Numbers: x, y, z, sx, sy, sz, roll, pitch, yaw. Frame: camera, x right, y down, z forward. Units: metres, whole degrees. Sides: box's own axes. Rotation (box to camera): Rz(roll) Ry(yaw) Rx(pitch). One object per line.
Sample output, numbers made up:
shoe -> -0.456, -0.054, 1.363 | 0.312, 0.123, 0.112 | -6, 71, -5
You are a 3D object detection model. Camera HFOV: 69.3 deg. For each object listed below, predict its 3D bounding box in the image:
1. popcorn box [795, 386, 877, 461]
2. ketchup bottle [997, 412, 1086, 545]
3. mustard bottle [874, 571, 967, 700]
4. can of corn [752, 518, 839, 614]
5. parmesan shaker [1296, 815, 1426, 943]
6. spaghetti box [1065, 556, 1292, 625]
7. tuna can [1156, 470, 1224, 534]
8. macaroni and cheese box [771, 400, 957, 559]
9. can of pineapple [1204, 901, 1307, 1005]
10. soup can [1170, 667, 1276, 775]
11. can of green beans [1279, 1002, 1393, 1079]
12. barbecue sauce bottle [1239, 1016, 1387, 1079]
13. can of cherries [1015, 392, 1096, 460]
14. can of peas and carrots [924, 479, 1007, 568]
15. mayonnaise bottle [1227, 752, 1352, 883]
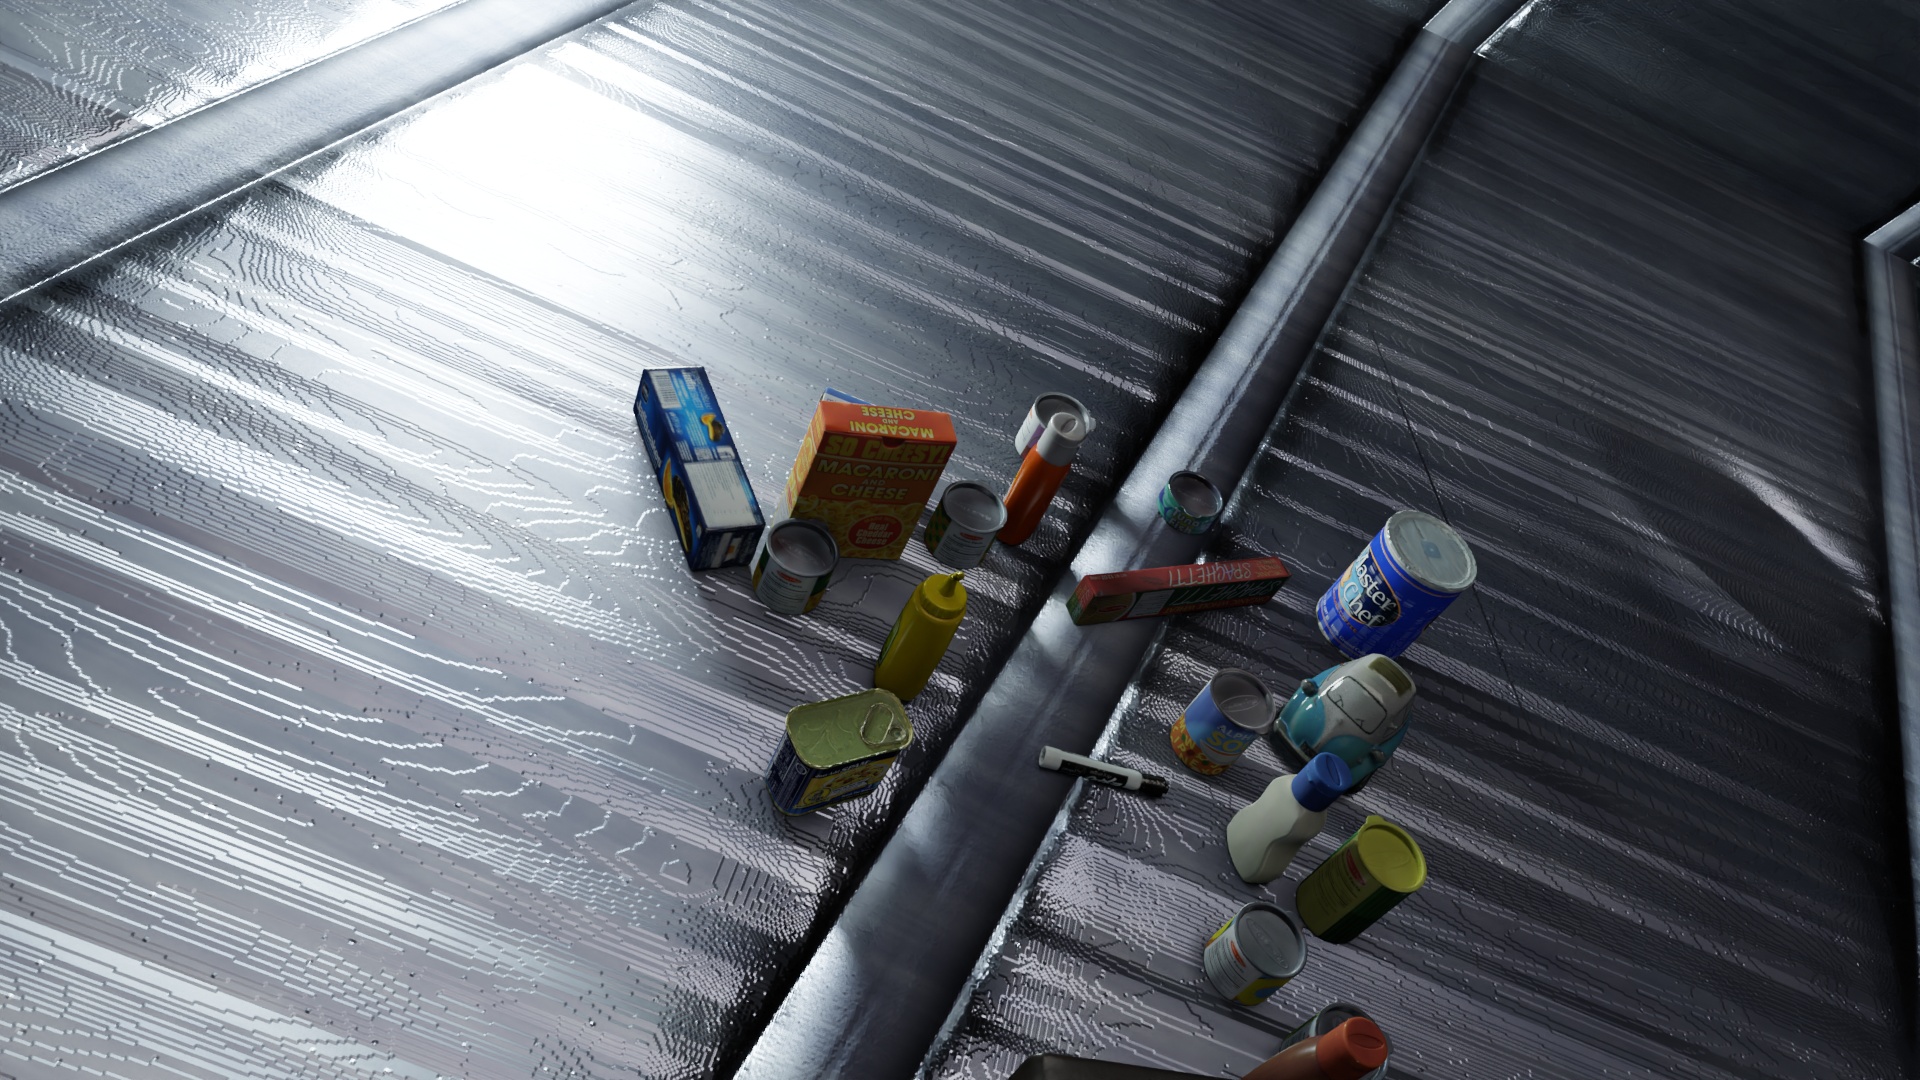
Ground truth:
popcorn box -> -0.087, -0.087, 1.344 | 0.127, 0.084, 0.038 | 21, 45, -7
ketchup bottle -> 0.078, -0.061, 1.355 | 0.043, 0.148, 0.065 | 36, 45, 7
mustard bottle -> -0.029, 0.071, 1.176 | 0.049, 0.159, 0.066 | 23, 45, -5
can of corn -> -0.146, 0.022, 1.236 | 0.071, 0.058, 0.071 | 14, 46, -15
parmesan shaker -> 0.343, 0.293, 1.199 | 0.071, 0.102, 0.072 | 14, 46, -15
spaghetti box -> 0.222, 0.050, 1.396 | 0.251, 0.050, 0.029 | -5, 53, -29
tuna can -> 0.248, -0.039, 1.501 | 0.071, 0.032, 0.071 | 14, 46, -15
macaroni and cheese box -> -0.089, -0.050, 1.252 | 0.124, 0.165, 0.040 | 3, 50, -23
can of pineapple -> 0.243, 0.339, 1.141 | 0.071, 0.057, 0.071 | 14, 46, -15
soup can -> 0.241, 0.169, 1.274 | 0.071, 0.083, 0.072 | 14, 46, -15
can of green beans -> 0.296, 0.410, 1.103 | 0.071, 0.057, 0.071 | 14, 46, -15
barbecue sauce bottle -> 0.261, 0.399, 1.032 | 0.065, 0.147, 0.044 | 16, 46, -13
can of cherries -> 0.101, -0.113, 1.477 | 0.071, 0.058, 0.072 | 14, 46, -15
can of peas and carrots -> 0.005, -0.017, 1.344 | 0.071, 0.058, 0.071 | 14, 46, -15
mayonnaise bottle -> 0.281, 0.235, 1.189 | 0.041, 0.147, 0.065 | 6, 49, -21
